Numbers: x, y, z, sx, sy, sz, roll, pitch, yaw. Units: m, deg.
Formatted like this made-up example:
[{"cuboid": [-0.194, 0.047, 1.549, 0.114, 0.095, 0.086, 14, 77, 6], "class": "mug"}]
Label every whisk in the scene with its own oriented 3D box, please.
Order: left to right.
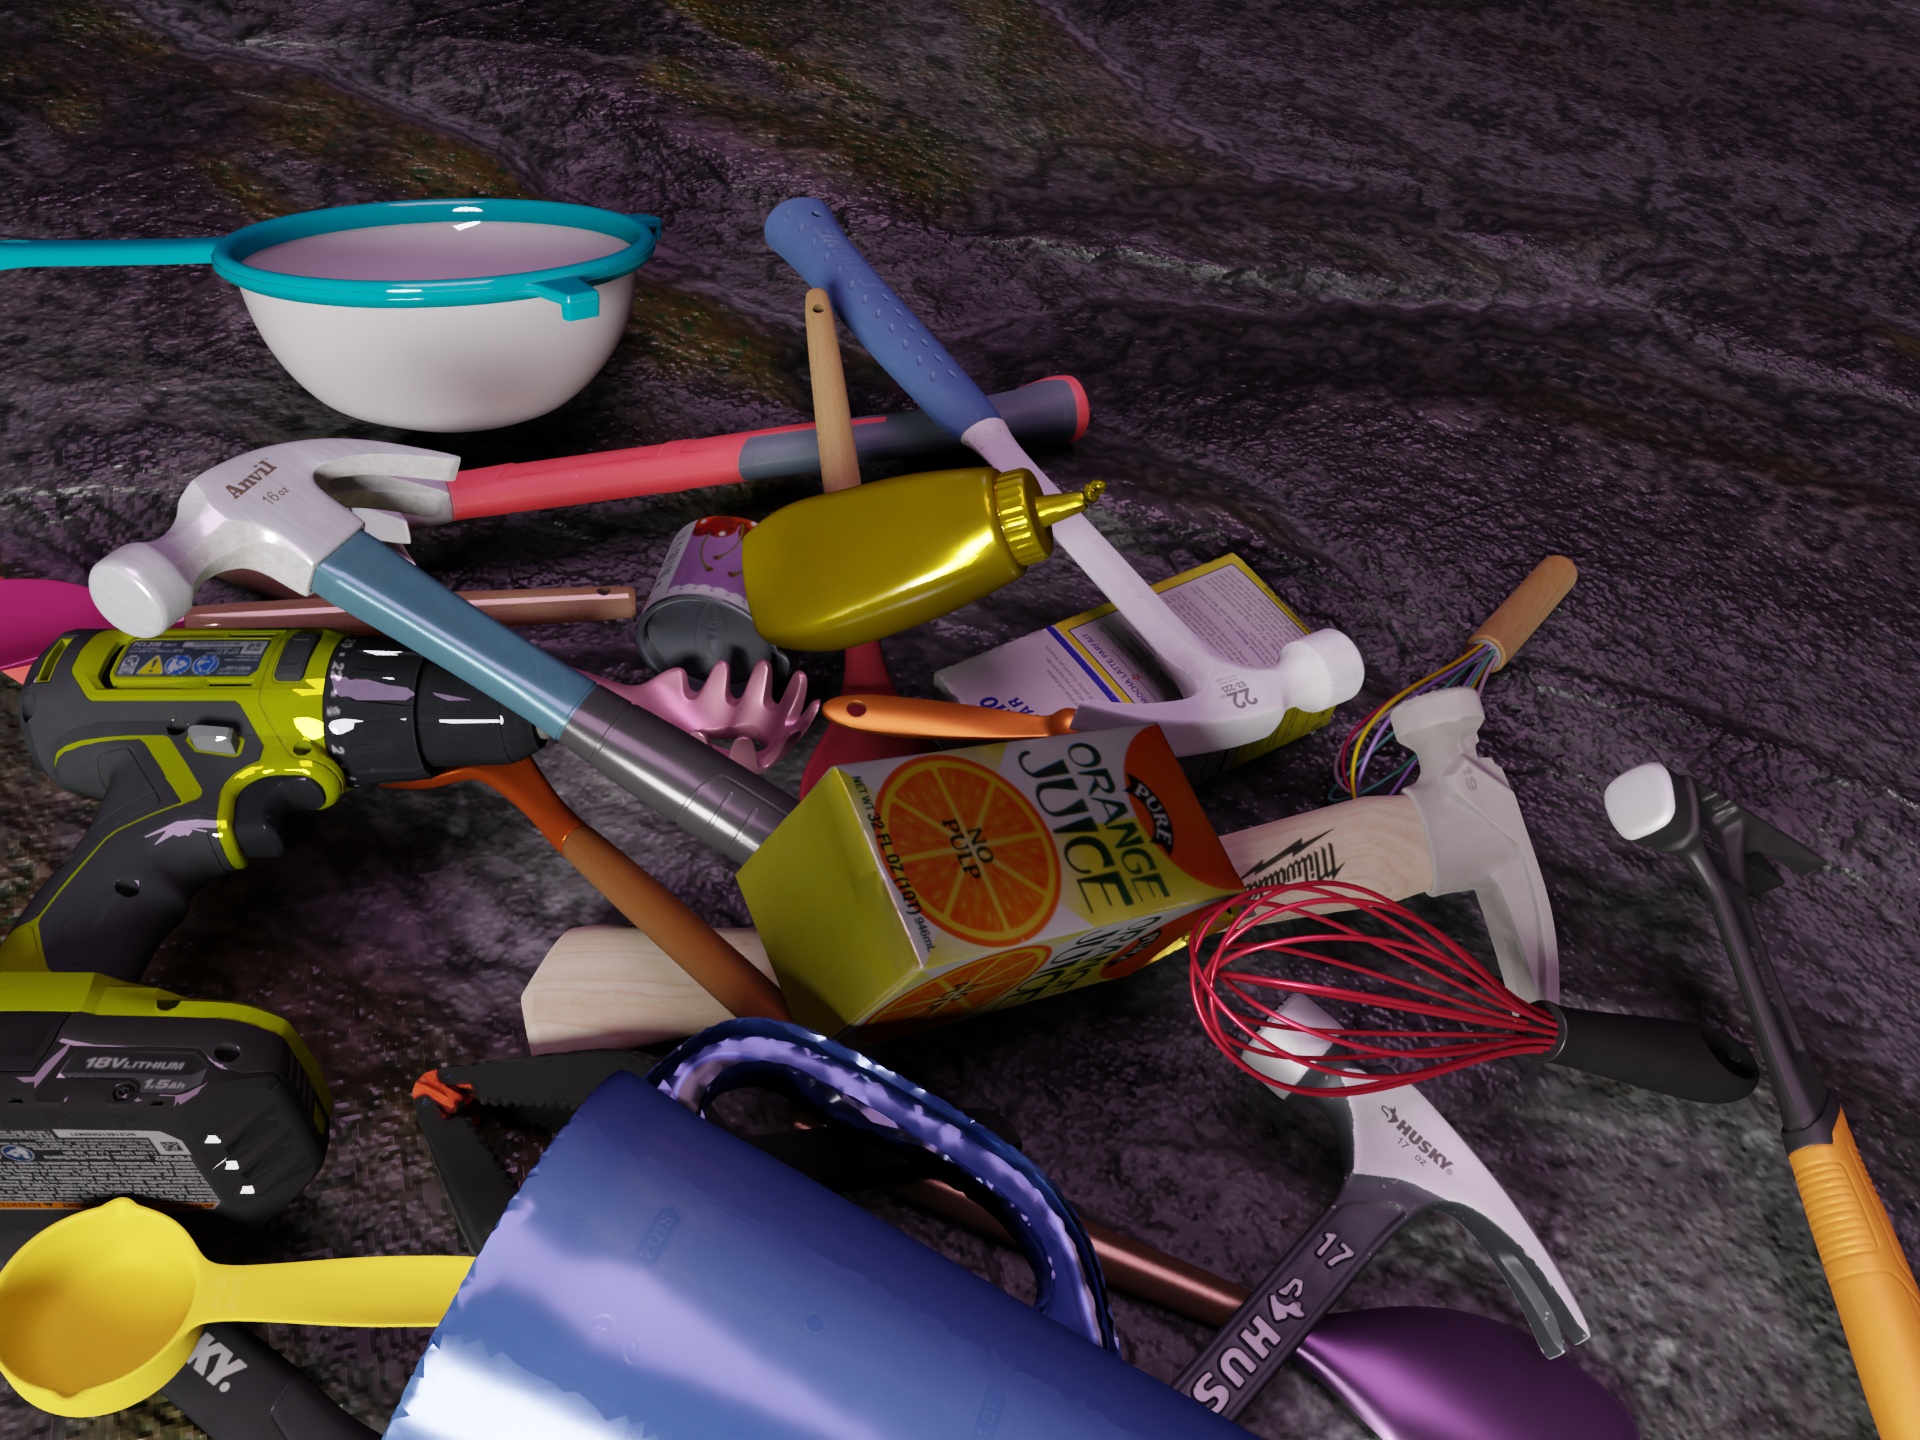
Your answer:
[{"cuboid": [0.248, -0.019, 0.781, 0.047, 0.051, 0.245, 48, 51, 4], "class": "whisk"}, {"cuboid": [0.201, 0.111, 0.586, 0.295, 0.073, 0.073, 15, 43, -29], "class": "whisk"}]

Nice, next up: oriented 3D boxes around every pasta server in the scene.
[{"cuboid": [-0.210, -0.035, 0.710, 0.316, 0.040, 0.060, 18, 38, 14], "class": "pasta server"}]

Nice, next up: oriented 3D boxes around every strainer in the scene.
[{"cuboid": [-0.324, -0.201, 0.812, 0.340, 0.095, 0.211, 0, 28, 0], "class": "strainer"}]

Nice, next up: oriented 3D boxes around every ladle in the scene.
[{"cuboid": [-0.051, -0.072, 0.735, 0.069, 0.031, 0.316, -6, 66, -6], "class": "ladle"}]

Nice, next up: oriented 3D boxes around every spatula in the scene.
[{"cuboid": [-0.129, 0.064, 0.600, 0.081, 0.041, 0.323, -31, 49, -32], "class": "spatula"}, {"cuboid": [0.085, 0.202, 0.567, 0.316, 0.018, 0.060, 20, 53, 8], "class": "spatula"}]

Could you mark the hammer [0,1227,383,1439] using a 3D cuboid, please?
[{"cuboid": [-0.192, 0.214, 0.479, 0.335, 0.035, 0.146, 25, 49, 22], "class": "hammer"}]

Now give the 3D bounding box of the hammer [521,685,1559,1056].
[{"cuboid": [0.038, 0.090, 0.634, 0.410, 0.038, 0.146, -10, 75, -11], "class": "hammer"}]

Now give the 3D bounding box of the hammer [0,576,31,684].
[{"cuboid": [-0.447, -0.048, 0.697, 0.359, 0.036, 0.149, 27, 50, 16], "class": "hammer"}]

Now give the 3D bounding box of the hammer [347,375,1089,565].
[{"cuboid": [-0.101, -0.129, 0.795, 0.386, 0.038, 0.143, -12, 26, -23], "class": "hammer"}]

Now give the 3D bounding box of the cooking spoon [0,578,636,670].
[{"cuboid": [-0.300, -0.042, 0.675, 0.319, 0.017, 0.069, -4, 40, -11], "class": "cooking spoon"}]

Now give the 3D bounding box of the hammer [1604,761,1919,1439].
[{"cuboid": [0.332, 0.176, 0.600, 0.127, 0.034, 0.337, 23, 48, -31], "class": "hammer"}]

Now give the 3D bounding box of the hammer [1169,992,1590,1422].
[{"cuboid": [0.038, 0.258, 0.486, 0.149, 0.036, 0.409, 41, 59, 20], "class": "hammer"}]

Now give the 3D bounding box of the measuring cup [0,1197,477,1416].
[{"cuboid": [-0.205, 0.179, 0.480, 0.156, 0.029, 0.062, 4, 44, -14], "class": "measuring cup"}]

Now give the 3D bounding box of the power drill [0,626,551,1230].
[{"cuboid": [-0.253, 0.053, 0.555, 0.190, 0.080, 0.229, 0, 45, 1], "class": "power drill"}]

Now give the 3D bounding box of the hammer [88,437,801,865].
[{"cuboid": [-0.128, 0.005, 0.578, 0.331, 0.033, 0.128, 33, 42, -5], "class": "hammer"}]

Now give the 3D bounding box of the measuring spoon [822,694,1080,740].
[{"cuboid": [-0.001, -0.002, 0.683, 0.117, 0.011, 0.021, 5, 52, -4], "class": "measuring spoon"}]

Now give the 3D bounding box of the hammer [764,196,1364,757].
[{"cuboid": [0.012, -0.133, 0.769, 0.144, 0.035, 0.406, -19, 55, -29], "class": "hammer"}]
